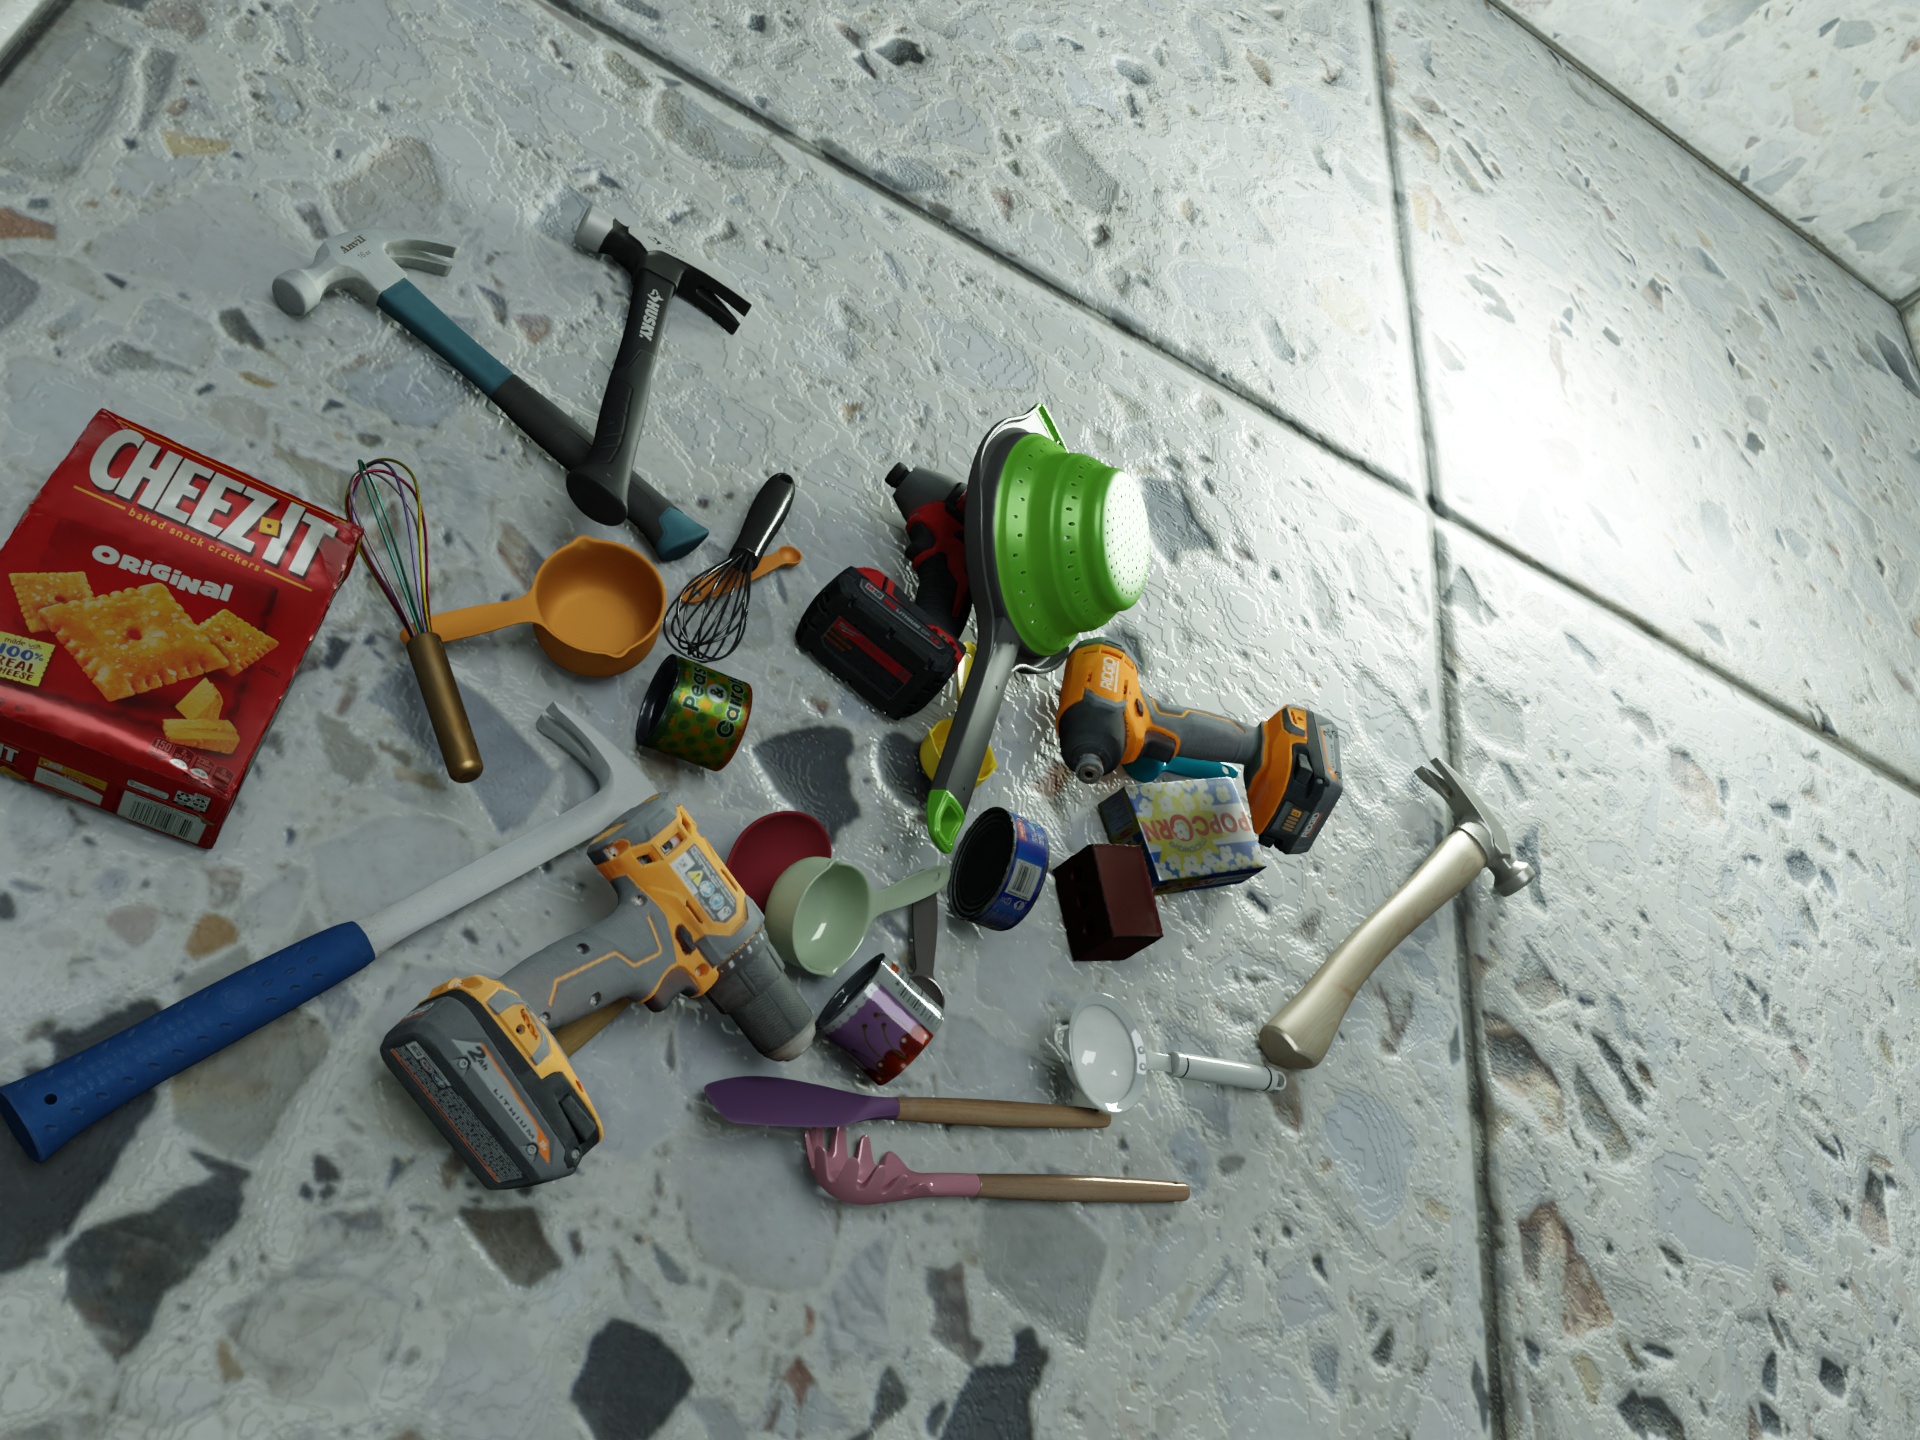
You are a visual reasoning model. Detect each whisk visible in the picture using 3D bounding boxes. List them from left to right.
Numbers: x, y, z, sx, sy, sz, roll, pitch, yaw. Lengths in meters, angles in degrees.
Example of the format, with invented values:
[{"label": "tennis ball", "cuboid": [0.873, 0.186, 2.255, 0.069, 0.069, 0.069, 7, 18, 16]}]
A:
[{"label": "whisk", "cuboid": [-0.341, -0.070, 1.000, 0.047, 0.051, 0.245, -16, 66, -22]}, {"label": "whisk", "cuboid": [-0.163, -0.120, 1.174, 0.055, 0.055, 0.239, 34, 38, -14]}]

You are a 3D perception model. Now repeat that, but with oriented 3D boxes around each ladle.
[{"label": "ladle", "cuboid": [-0.192, 0.156, 1.001, 0.315, 0.031, 0.069, -41, 109, -41]}]

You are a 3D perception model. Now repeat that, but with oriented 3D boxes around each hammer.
[{"label": "hammer", "cuboid": [-0.338, 0.117, 0.915, 0.405, 0.035, 0.144, -31, 83, -43]}, {"label": "hammer", "cuboid": [-0.321, -0.231, 1.150, 0.331, 0.033, 0.128, 41, 48, -8]}, {"label": "hammer", "cuboid": [-0.239, -0.260, 1.188, 0.146, 0.035, 0.335, 24, 41, -23]}, {"label": "hammer", "cuboid": [0.370, 0.170, 1.389, 0.410, 0.038, 0.146, -31, 81, -43]}]

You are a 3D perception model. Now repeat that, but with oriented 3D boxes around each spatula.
[{"label": "spatula", "cuboid": [-0.024, 0.257, 1.054, 0.315, 0.018, 0.060, 12, 13, -33]}]

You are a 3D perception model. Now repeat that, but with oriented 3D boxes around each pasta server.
[{"label": "pasta server", "cuboid": [0.034, 0.304, 1.062, 0.316, 0.060, 0.040, 13, 97, -32]}]

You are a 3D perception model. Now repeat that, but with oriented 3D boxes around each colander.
[{"label": "colander", "cuboid": [0.067, -0.073, 1.202, 0.204, 0.094, 0.397, 57, 41, -45]}]

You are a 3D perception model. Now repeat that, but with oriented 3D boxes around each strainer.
[{"label": "strainer", "cuboid": [0.152, 0.256, 1.177, 0.258, 0.050, 0.087, 17, 60, -34]}]

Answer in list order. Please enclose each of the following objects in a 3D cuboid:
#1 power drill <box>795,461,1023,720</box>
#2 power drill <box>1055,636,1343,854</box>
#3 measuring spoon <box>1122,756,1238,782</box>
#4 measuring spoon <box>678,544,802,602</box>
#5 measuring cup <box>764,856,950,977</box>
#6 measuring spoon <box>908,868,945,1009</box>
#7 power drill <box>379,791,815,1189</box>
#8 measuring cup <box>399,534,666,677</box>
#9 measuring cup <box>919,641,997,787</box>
[{"label": "power drill", "cuboid": [-0.032, -0.114, 1.254, 0.143, 0.078, 0.220, 39, 44, -6]}, {"label": "power drill", "cuboid": [0.184, 0.025, 1.266, 0.226, 0.084, 0.164, 20, 34, -3]}, {"label": "measuring spoon", "cuboid": [0.192, 0.034, 1.355, 0.128, 0.021, 0.042, 8, 59, -31]}, {"label": "measuring spoon", "cuboid": [-0.166, -0.108, 1.200, 0.117, 0.011, 0.021, -28, 67, -40]}, {"label": "measuring cup", "cuboid": [-0.070, 0.121, 1.095, 0.167, 0.038, 0.083, -14, 111, -52]}, {"label": "measuring spoon", "cuboid": [-0.029, 0.160, 1.128, 0.034, 0.018, 0.124, 22, 45, -23]}, {"label": "power drill", "cuboid": [-0.195, 0.173, 0.928, 0.185, 0.084, 0.226, 55, 46, -10]}, {"label": "measuring cup", "cuboid": [-0.284, -0.063, 1.064, 0.173, 0.052, 0.095, -14, 69, -21]}, {"label": "measuring cup", "cuboid": [-0.002, -0.004, 1.247, 0.062, 0.029, 0.157, 27, 38, -19]}]
